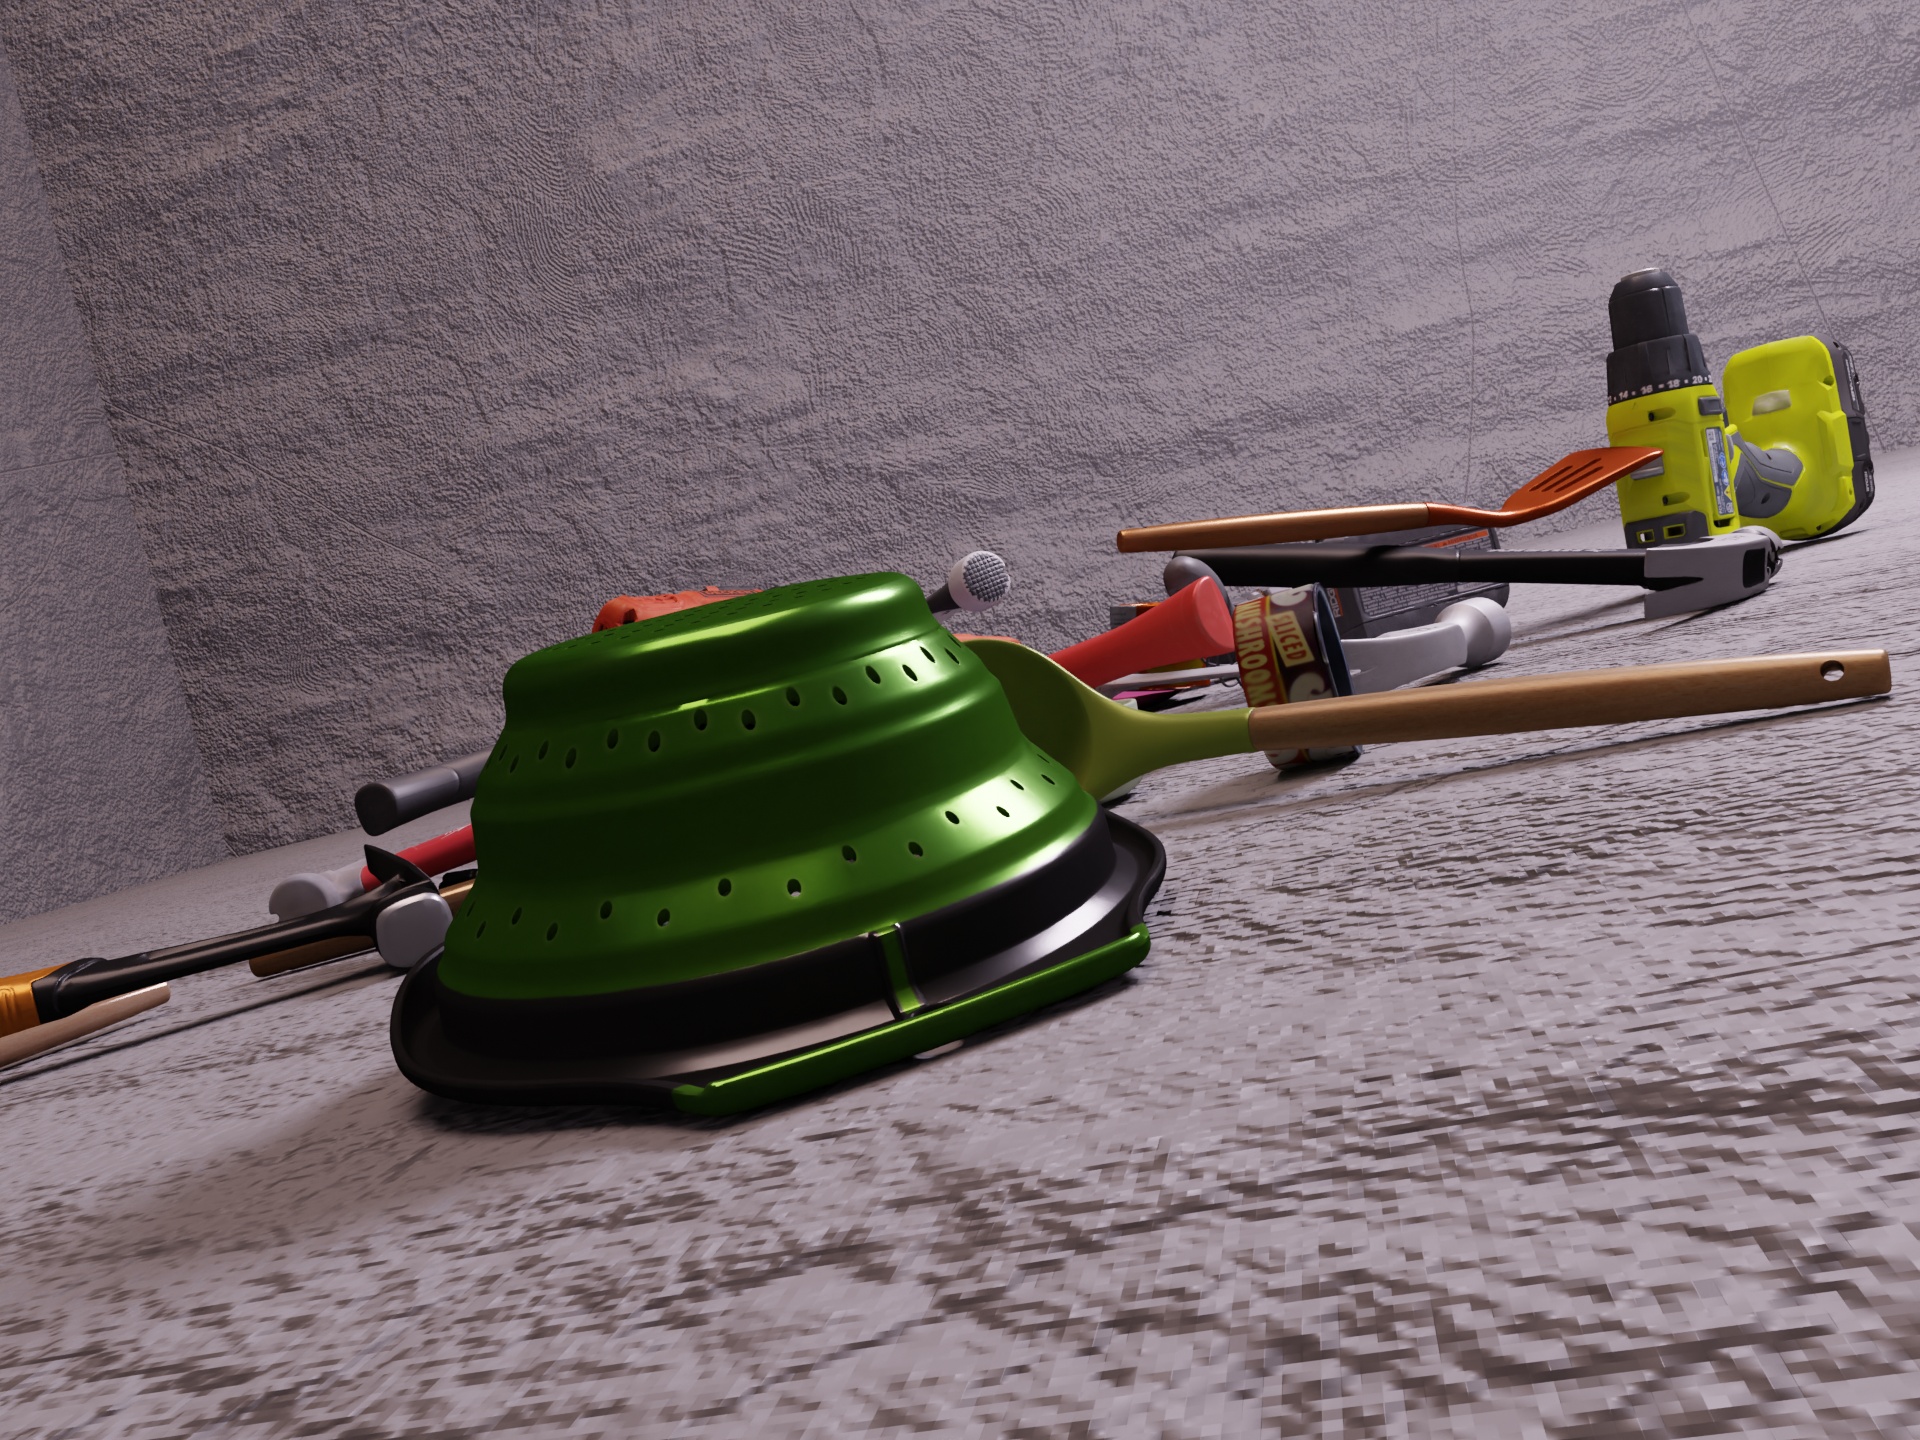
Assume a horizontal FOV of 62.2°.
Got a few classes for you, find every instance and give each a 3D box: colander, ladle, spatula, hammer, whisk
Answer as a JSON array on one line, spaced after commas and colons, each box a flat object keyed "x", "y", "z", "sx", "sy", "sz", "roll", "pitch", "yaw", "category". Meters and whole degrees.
[{"x": -0.086, "y": 0.012, "z": 0.493, "sx": 0.204, "sy": 0.094, "sz": 0.397, "roll": -16, "pitch": 8, "yaw": -21, "category": "colander"}, {"x": 0.117, "y": -0.002, "z": 0.516, "sx": 0.320, "sy": 0.078, "sz": 0.062, "roll": -6, "pitch": -14, "yaw": 31, "category": "ladle"}, {"x": -0.456, "y": 0.155, "z": 0.610, "sx": 0.060, "sy": 0.018, "sz": 0.316, "roll": -11, "pitch": 5, "yaw": 35, "category": "spatula"}, {"x": -0.001, "y": -0.003, "z": 0.845, "sx": 0.149, "sy": 0.037, "sz": 0.359, "roll": -19, "pitch": -2, "yaw": -42, "category": "hammer"}, {"x": 0.270, "y": -0.087, "z": 0.904, "sx": 0.335, "sy": 0.035, "sz": 0.146, "roll": 5, "pitch": 13, "yaw": 38, "category": "hammer"}, {"x": 0.088, "y": -0.021, "z": 0.896, "sx": 0.405, "sy": 0.035, "sz": 0.144, "roll": -5, "pitch": 7, "yaw": 46, "category": "hammer"}, {"x": -0.223, "y": 0.044, "z": 0.996, "sx": 0.386, "sy": 0.038, "sz": 0.143, "roll": -21, "pitch": 2, "yaw": -2, "category": "hammer"}, {"x": 0.245, "y": -0.126, "z": 0.919, "sx": 0.322, "sy": 0.041, "sz": 0.081, "roll": -6, "pitch": 11, "yaw": -12, "category": "spatula"}, {"x": -0.386, "y": 0.113, "z": 0.643, "sx": 0.336, "sy": 0.034, "sz": 0.127, "roll": -13, "pitch": 11, "yaw": -28, "category": "hammer"}, {"x": 0.153, "y": -0.061, "z": 0.948, "sx": 0.055, "sy": 0.055, "sz": 0.238, "roll": -13, "pitch": -14, "yaw": 17, "category": "whisk"}, {"x": -0.169, "y": -0.015, "z": 0.986, "sx": 0.409, "sy": 0.036, "sz": 0.149, "roll": -22, "pitch": 0, "yaw": -25, "category": "hammer"}]

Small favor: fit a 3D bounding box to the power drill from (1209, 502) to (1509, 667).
[{"x": 0.248, "y": -0.078, "z": 1.099, "sx": 0.185, "sy": 0.084, "sz": 0.226, "roll": -15, "pitch": -1, "yaw": -10, "category": "power drill"}]

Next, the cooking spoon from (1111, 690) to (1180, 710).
[{"x": 0.071, "y": 0.002, "z": 0.994, "sx": 0.069, "sy": 0.017, "sz": 0.319, "roll": -1, "pitch": 8, "yaw": 25, "category": "cooking spoon"}]

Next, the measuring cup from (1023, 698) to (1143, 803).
[{"x": -0.003, "y": 0.031, "z": 0.643, "sx": 0.167, "sy": 0.038, "sz": 0.083, "roll": -17, "pitch": 3, "yaw": -11, "category": "measuring cup"}]

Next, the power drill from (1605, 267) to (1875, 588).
[{"x": 0.491, "y": -0.190, "z": 1.019, "sx": 0.228, "sy": 0.190, "sz": 0.080, "roll": -11, "pitch": 2, "yaw": -38, "category": "power drill"}]

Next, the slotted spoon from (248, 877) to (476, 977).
[{"x": -0.197, "y": 0.076, "z": 0.799, "sx": 0.313, "sy": 0.031, "sz": 0.070, "roll": -17, "pitch": -10, "yaw": -8, "category": "slotted spoon"}]
